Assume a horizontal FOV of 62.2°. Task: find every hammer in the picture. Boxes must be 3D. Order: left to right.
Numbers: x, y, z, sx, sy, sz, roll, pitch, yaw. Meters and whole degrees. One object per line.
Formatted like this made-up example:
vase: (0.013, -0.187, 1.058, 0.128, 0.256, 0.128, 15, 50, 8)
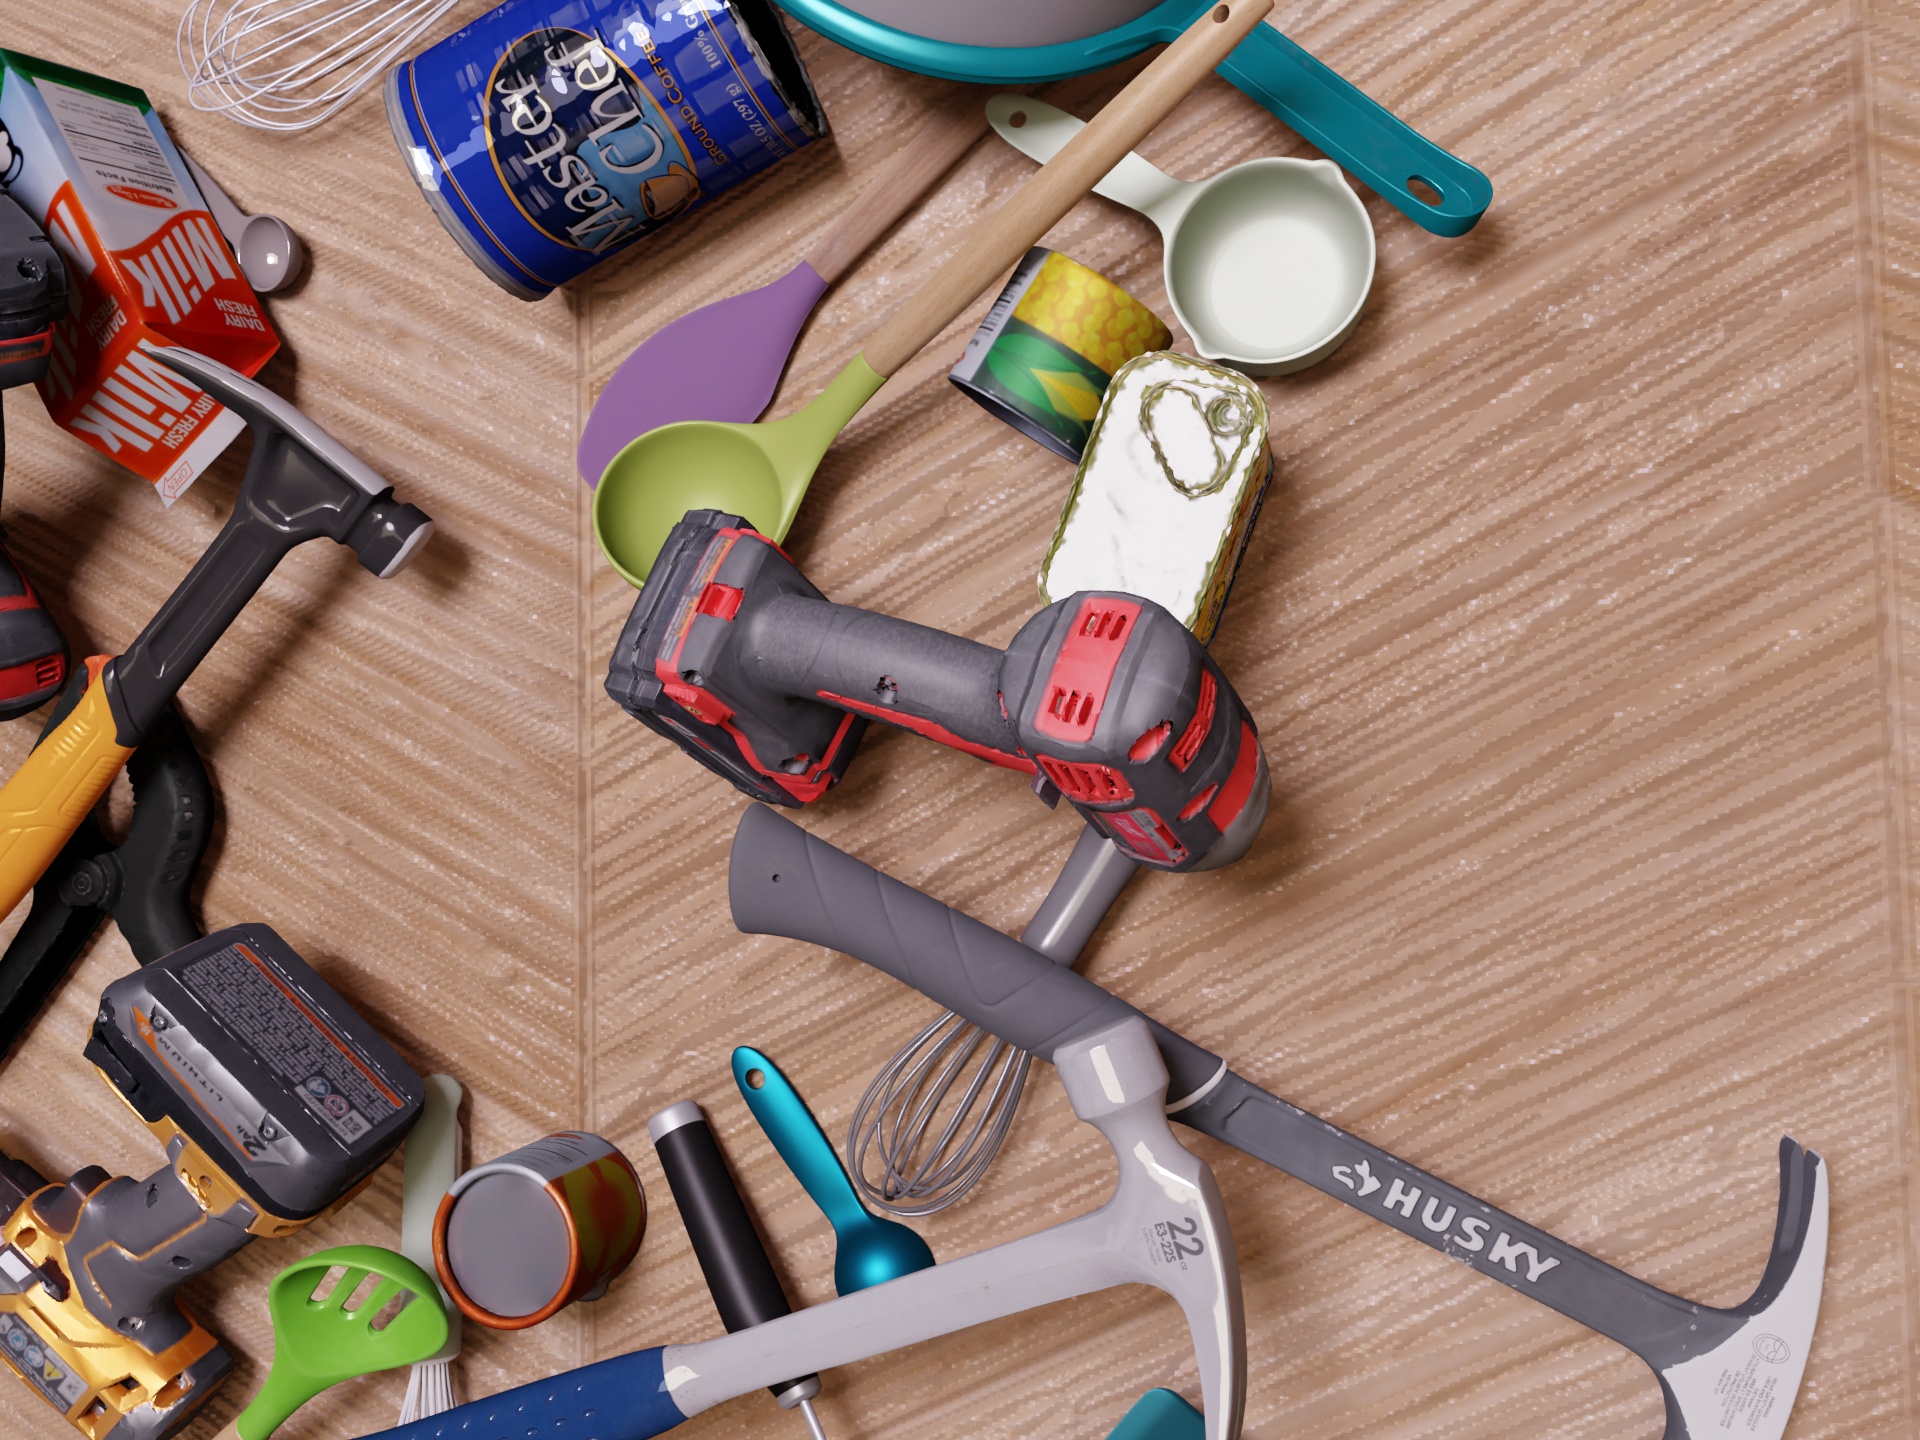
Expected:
hammer: (-0.373, 0.005, 0.669, 0.127, 0.034, 0.337, 39, 98, -11)
hammer: (-0.090, 0.239, 0.568, 0.405, 0.035, 0.144, -24, 81, 19)
hammer: (0.100, 0.133, 0.555, 0.409, 0.036, 0.149, 27, 92, 5)

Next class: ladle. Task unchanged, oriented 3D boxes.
ladle: (-0.020, -0.149, 0.577, 0.320, 0.062, 0.078, -38, 71, 29)

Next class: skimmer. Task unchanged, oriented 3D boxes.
skimmer: (-0.008, 0.297, 0.597, 0.090, 0.127, 0.364, -20, 66, -24)

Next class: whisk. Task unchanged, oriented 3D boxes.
whisk: (-0.221, 0.273, 0.666, 0.059, 0.058, 0.246, 1, 84, -19)
whisk: (-0.210, -0.331, 0.683, 0.284, 0.070, 0.070, -22, 82, 8)
whisk: (0.031, 0.086, 0.605, 0.055, 0.055, 0.239, 33, 92, 14)

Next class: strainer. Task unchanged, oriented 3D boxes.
strainer: (0.057, -0.297, 0.548, 0.340, 0.095, 0.211, 40, 69, 8)

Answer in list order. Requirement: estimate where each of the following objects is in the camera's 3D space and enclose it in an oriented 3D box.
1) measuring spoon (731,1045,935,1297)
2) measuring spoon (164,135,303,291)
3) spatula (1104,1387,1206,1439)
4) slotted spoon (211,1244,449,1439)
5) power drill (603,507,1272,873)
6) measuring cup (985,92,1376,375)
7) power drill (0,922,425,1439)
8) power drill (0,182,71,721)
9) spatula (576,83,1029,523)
measuring spoon: (-0.057, 0.185, 0.632, 0.042, 0.021, 0.129, -37, 81, 11)
measuring spoon: (-0.341, -0.239, 0.735, 0.124, 0.018, 0.034, 41, 112, 20)
spatula: (0.173, 0.359, 0.552, 0.317, 0.044, 0.082, 36, 93, 13)
slotted spoon: (-0.311, 0.308, 0.666, 0.070, 0.031, 0.313, 37, 113, -19)
power drill: (-0.001, -0.002, 0.551, 0.220, 0.143, 0.078, 13, 72, 32)
measuring cup: (0.081, -0.191, 0.606, 0.168, 0.038, 0.083, 35, 97, 16)
power drill: (-0.349, 0.184, 0.661, 0.185, 0.084, 0.226, 43, 111, 3)
power drill: (-0.453, -0.132, 0.684, 0.188, 0.080, 0.226, 43, 132, 24)
spatula: (-0.042, -0.203, 0.648, 0.316, 0.018, 0.060, -42, 84, 10)
